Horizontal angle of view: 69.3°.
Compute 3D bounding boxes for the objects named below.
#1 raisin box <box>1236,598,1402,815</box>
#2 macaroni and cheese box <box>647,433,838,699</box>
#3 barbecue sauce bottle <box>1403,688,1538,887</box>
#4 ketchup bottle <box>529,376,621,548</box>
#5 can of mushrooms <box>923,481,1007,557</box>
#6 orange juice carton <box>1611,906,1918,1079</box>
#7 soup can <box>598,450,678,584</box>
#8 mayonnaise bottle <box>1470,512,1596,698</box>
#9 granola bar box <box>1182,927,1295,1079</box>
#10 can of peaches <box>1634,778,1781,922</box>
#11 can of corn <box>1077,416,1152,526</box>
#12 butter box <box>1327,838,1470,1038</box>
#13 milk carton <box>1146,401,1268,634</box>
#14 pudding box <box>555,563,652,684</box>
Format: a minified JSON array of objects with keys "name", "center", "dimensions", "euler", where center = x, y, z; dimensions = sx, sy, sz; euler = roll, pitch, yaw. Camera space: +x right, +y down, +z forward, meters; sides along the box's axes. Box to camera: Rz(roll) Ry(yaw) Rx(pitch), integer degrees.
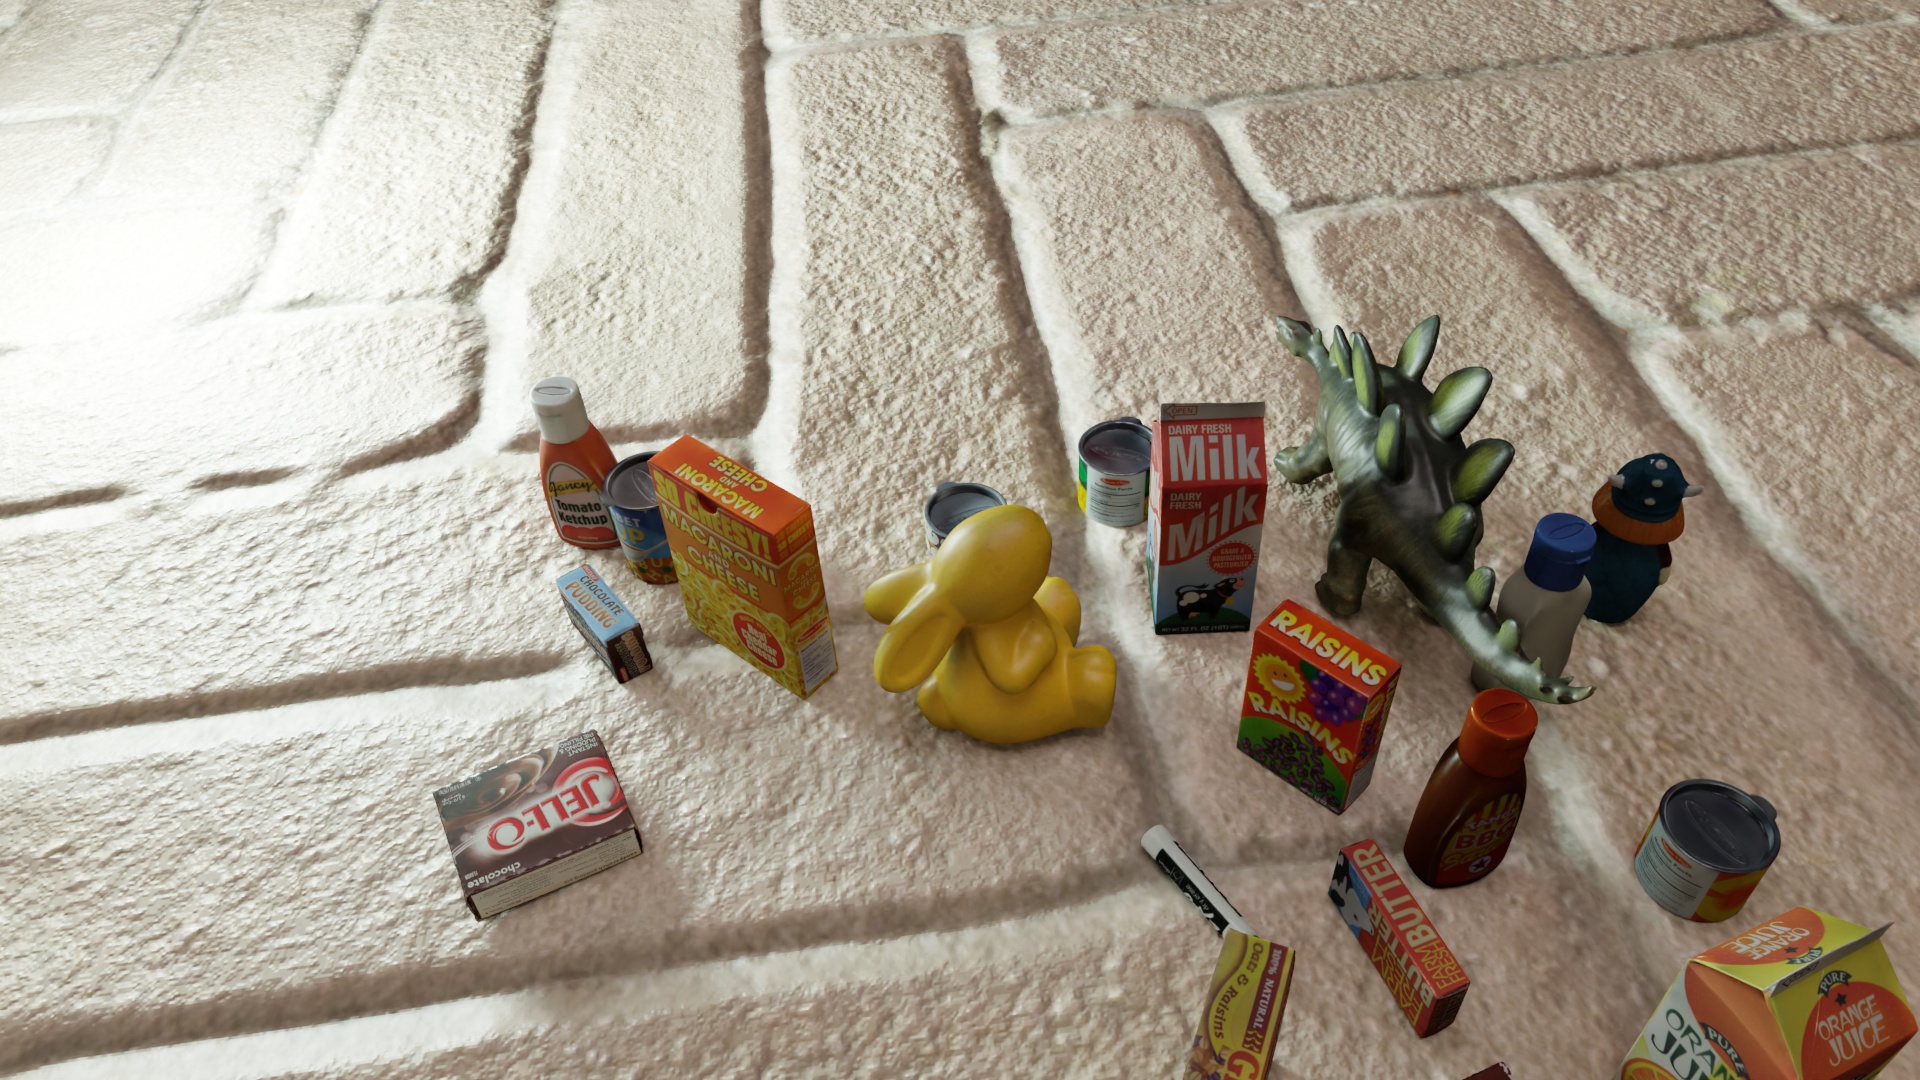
[{"name":"raisin box","center":[0.227,0.107,0.890],"dimensions":[0.086,0.122,0.040],"euler":[34,56,32]},{"name":"macaroni and cheese box","center":[-0.150,0.021,0.973],"dimensions":[0.124,0.165,0.040],"euler":[28,53,29]},{"name":"barbecue sauce bottle","center":[0.307,0.147,0.826],"dimensions":[0.065,0.147,0.044],"euler":[-16,46,-12]},{"name":"ketchup bottle","center":[-0.297,-0.059,1.076],"dimensions":[0.065,0.148,0.044],"euler":[3,45,7]},{"name":"can of mushrooms","center":[0.004,-0.014,1.091],"dimensions":[0.071,0.033,0.071],"euler":[-2,44,2]},{"name":"orange juice carton","center":[0.395,0.249,0.685],"dimensions":[0.072,0.191,0.073],"euler":[-18,46,-14]},{"name":"soup can","center":[-0.237,-0.016,1.074],"dimensions":[0.071,0.083,0.072],"euler":[-2,45,2]},{"name":"mayonnaise bottle","center":[0.385,0.046,0.924],"dimensions":[0.065,0.147,0.041],"euler":[-18,46,-14]},{"name":"granola bar box","center":[0.127,0.300,0.699],"dimensions":[0.039,0.123,0.166],"euler":[14,47,18]},{"name":"can of peaches","center":[0.452,0.187,0.840],"dimensions":[0.071,0.057,0.071],"euler":[-2,44,2]},{"name":"can of corn","center":[0.127,-0.055,1.107],"dimensions":[0.071,0.058,0.071],"euler":[-2,44,2]},{"name":"butter box","center":[0.255,0.231,0.812],"dimensions":[0.024,0.052,0.104],"euler":[-16,46,-12]},{"name":"milk carton","center":[0.171,-0.023,0.979],"dimensions":[0.072,0.189,0.074],"euler":[-2,45,2]},{"name":"pudding box","center":[-0.262,0.060,1.022],"dimensions":[0.030,0.049,0.084],"euler":[-30,50,-24]}]
